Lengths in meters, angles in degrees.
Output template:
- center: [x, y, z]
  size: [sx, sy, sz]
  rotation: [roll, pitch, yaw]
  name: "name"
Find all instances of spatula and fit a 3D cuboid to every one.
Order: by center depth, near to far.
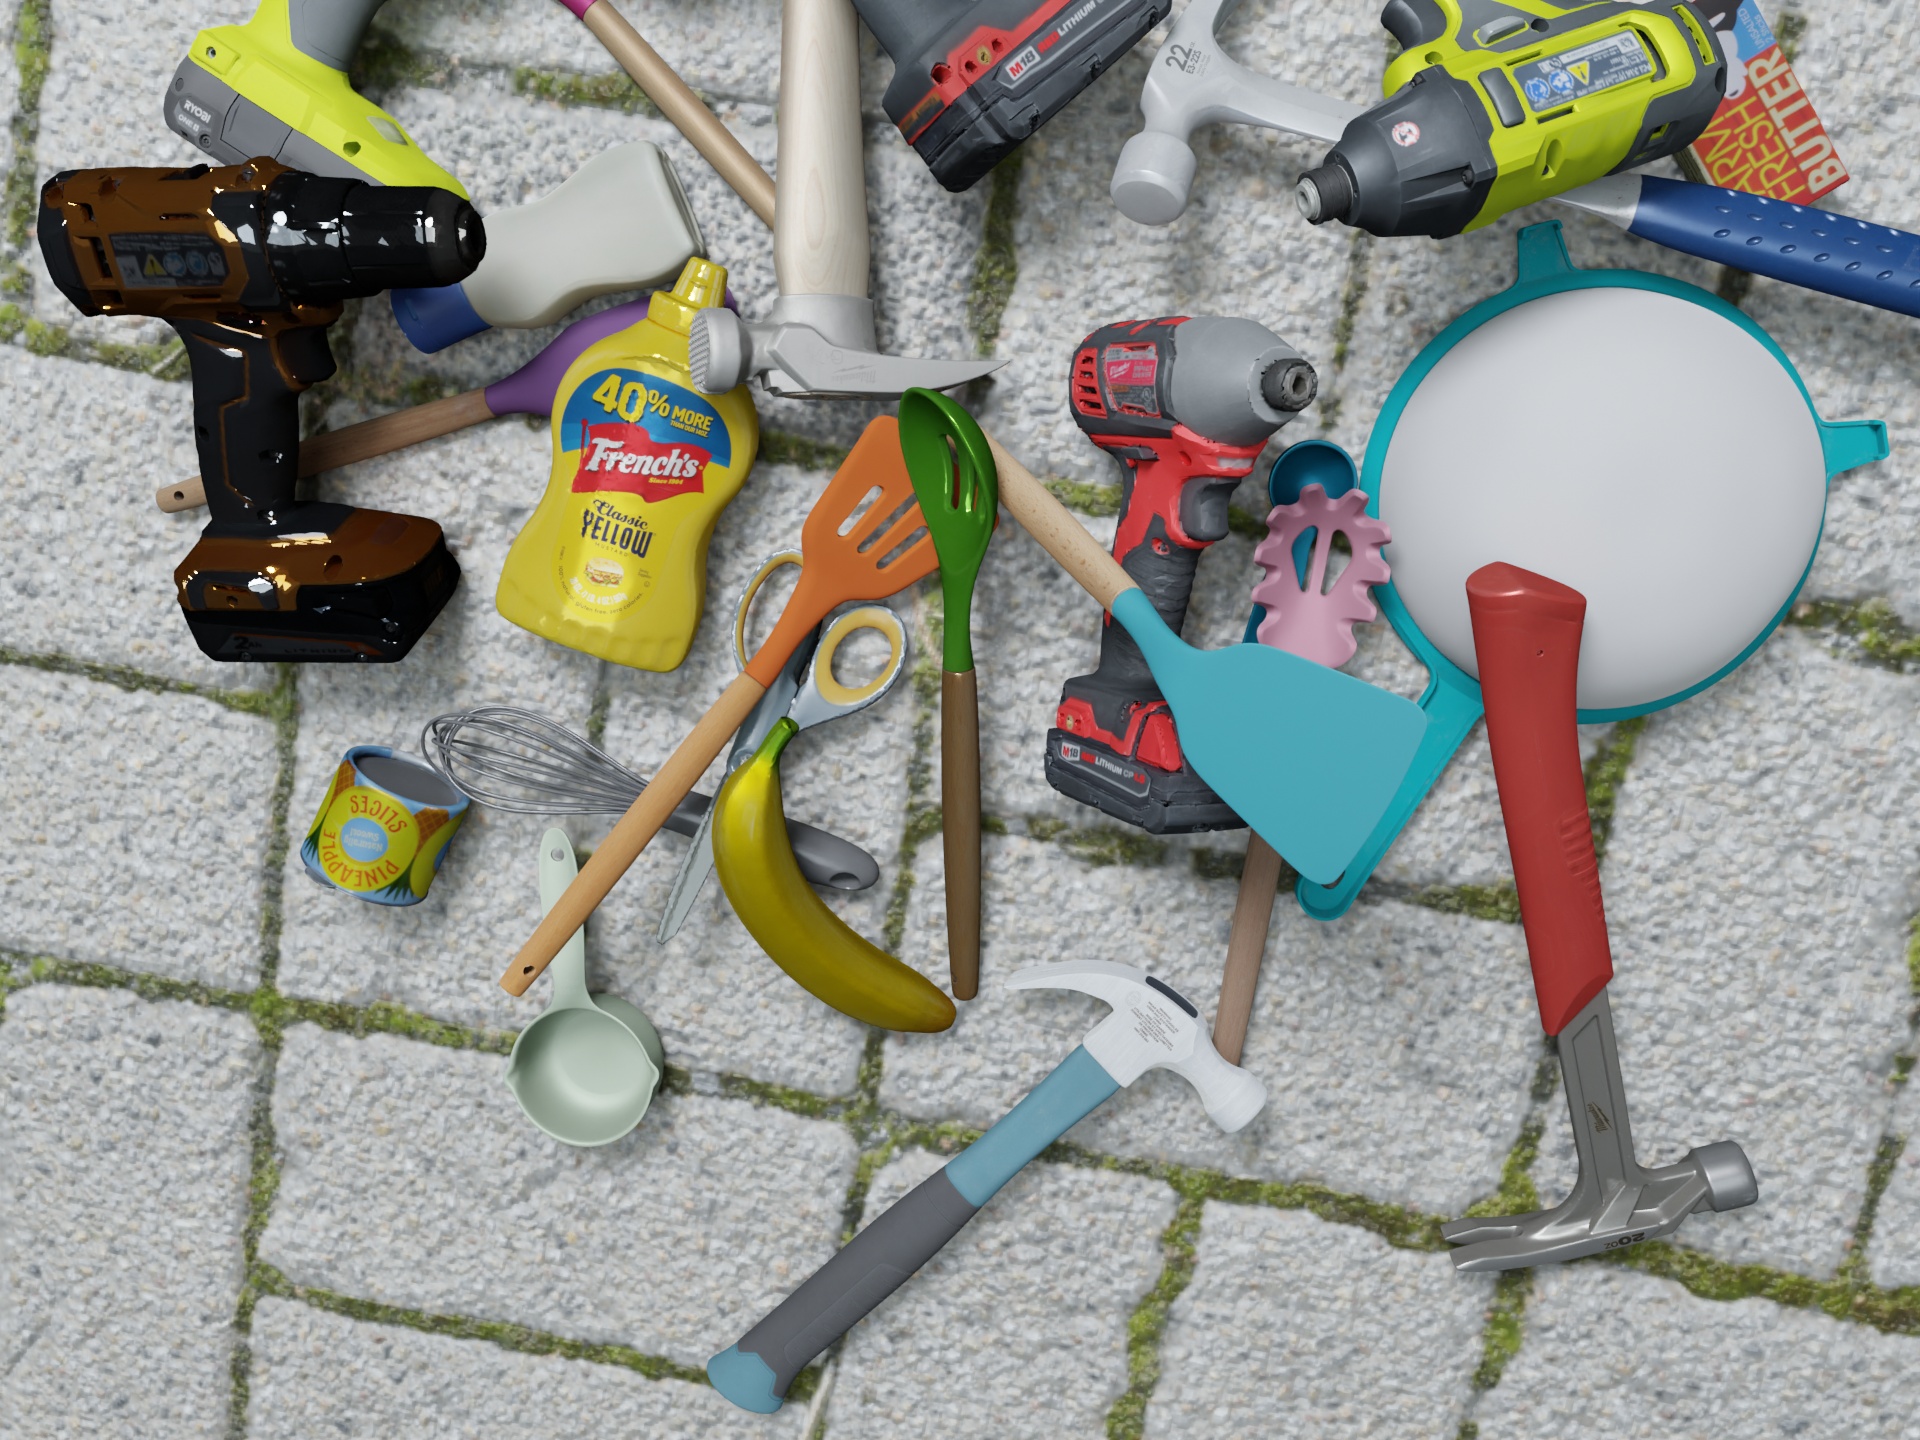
- center: [0.065, -0.061, 0.670]
  size: [0.044, 0.318, 0.082]
  rotation: [0, 126, -34]
  name: "spatula"
- center: [-0.110, 0.001, 0.749]
  size: [0.081, 0.041, 0.322]
  rotation: [40, 86, -25]
  name: "spatula"
- center: [-0.256, -0.149, 0.792]
  size: [0.316, 0.018, 0.059]
  rotation: [-14, 102, 7]
  name: "spatula"

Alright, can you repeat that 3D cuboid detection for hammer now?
- center: [0.277, -0.229, 0.676]
  size: [0.405, 0.035, 0.144]
  rotation: [17, 73, 5]
  name: "hammer"
- center: [-0.054, -0.351, 0.715]
  size: [0.146, 0.038, 0.410]
  rotation: [-3, 94, -23]
  name: "hammer"
- center: [0.265, 0.099, 0.722]
  size: [0.149, 0.037, 0.358]
  rotation: [-16, 113, 7]
  name: "hammer"
- center: [-0.007, 0.249, 0.817]
  size: [0.331, 0.033, 0.128]
  rotation: [-44, 84, 13]
  name: "hammer"

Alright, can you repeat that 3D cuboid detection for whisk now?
- center: [-0.155, 0.044, 0.801]
  size: [0.239, 0.055, 0.055]
  rotation: [18, 101, -2]
  name: "whisk"

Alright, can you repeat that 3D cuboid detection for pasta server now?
- center: [0.150, 0.043, 0.762]
  size: [0.060, 0.040, 0.316]
  rotation: [11, 105, 10]
  name: "pasta server"

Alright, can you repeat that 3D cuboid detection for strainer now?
- center: [0.256, -0.043, 0.715]
  size: [0.211, 0.095, 0.340]
  rotation: [32, 100, 0]
  name: "strainer"

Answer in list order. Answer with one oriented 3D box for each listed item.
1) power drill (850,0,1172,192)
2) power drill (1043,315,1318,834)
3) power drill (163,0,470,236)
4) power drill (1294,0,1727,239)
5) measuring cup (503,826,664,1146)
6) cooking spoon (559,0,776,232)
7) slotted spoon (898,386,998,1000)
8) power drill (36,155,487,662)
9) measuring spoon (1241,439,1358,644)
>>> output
- center: [-0.011, -0.366, 0.673]
  size: [0.188, 0.080, 0.226]
  rotation: [-45, 104, -15]
  name: "power drill"
- center: [0.101, -0.067, 0.705]
  size: [0.078, 0.143, 0.219]
  rotation: [-4, 102, -27]
  name: "power drill"
- center: [-0.240, -0.334, 0.720]
  size: [0.190, 0.080, 0.228]
  rotation: [33, 105, 0]
  name: "power drill"
- center: [0.180, -0.305, 0.642]
  size: [0.171, 0.080, 0.223]
  rotation: [-21, 77, -8]
  name: "power drill"
- center: [-0.196, 0.134, 0.823]
  size: [0.083, 0.038, 0.167]
  rotation: [-4, 97, 7]
  name: "measuring cup"
- center: [-0.156, -0.317, 0.753]
  size: [0.069, 0.017, 0.319]
  rotation: [-42, 92, 11]
  name: "cooking spoon"
- center: [-0.001, -0.002, 0.752]
  size: [0.031, 0.070, 0.313]
  rotation: [-15, 117, -28]
  name: "slotted spoon"
- center: [-0.293, -0.140, 0.729]
  size: [0.185, 0.084, 0.226]
  rotation: [0, 122, 6]
  name: "power drill"
- center: [0.154, -0.073, 0.764]
  size: [0.042, 0.021, 0.128]
  rotation: [12, 110, -7]
  name: "measuring spoon"
